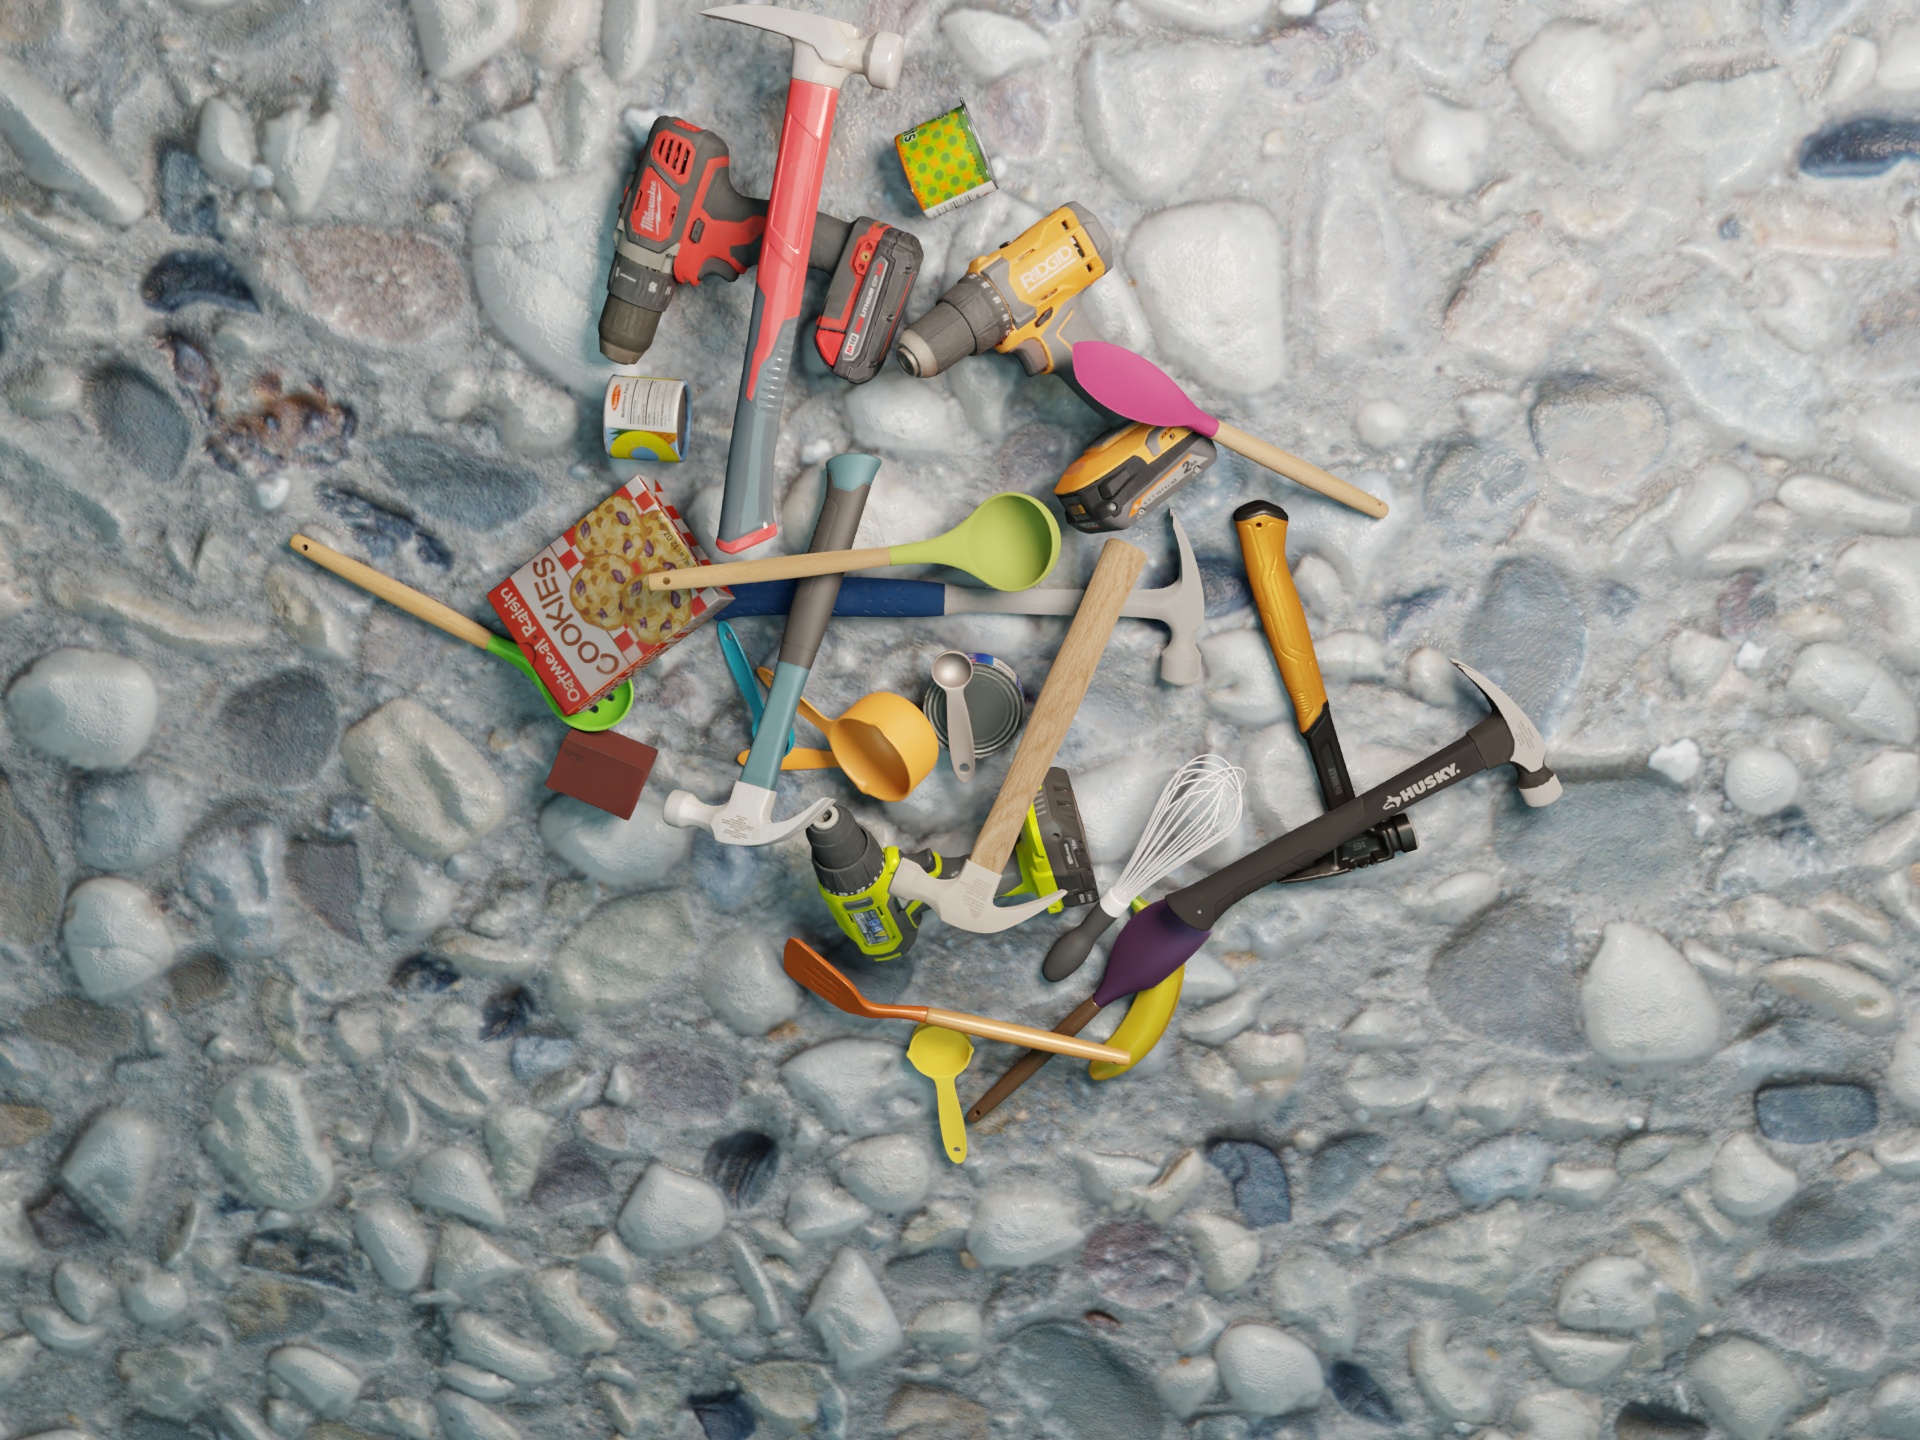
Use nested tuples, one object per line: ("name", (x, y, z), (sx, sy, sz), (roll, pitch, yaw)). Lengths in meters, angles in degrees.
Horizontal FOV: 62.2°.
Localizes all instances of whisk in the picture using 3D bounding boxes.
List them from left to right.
("whisk", (0.152, 0.136, 1.368), (0.070, 0.070, 0.284), (31, 122, -9))

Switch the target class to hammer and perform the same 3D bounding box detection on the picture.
("hammer", (-0.149, -0.313, 1.165), (0.143, 0.038, 0.386), (15, 109, 5))
("hammer", (-0.131, -0.058, 1.273), (0.128, 0.033, 0.331), (16, 87, 12))
("hammer", (-0.002, -0.105, 1.313), (0.405, 0.035, 0.144), (1, 110, 2))
("hammer", (0.068, 0.013, 1.257), (0.130, 0.031, 0.331), (25, 89, -1))
("hammer", (0.282, -0.022, 1.332), (0.127, 0.034, 0.336), (-18, 108, 7))
("hammer", (0.323, 0.079, 1.328), (0.335, 0.035, 0.146), (-29, 107, 7))

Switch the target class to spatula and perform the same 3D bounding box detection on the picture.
("spatula", (-0.005, 0.260, 1.421), (0.322, 0.041, 0.081), (13, 147, -1))
("spatula", (0.106, 0.267, 1.434), (0.060, 0.018, 0.316), (47, 115, 13))

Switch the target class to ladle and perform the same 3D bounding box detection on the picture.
("ladle", (-0.081, -0.125, 1.230), (0.320, 0.062, 0.078), (-7, 95, -8))

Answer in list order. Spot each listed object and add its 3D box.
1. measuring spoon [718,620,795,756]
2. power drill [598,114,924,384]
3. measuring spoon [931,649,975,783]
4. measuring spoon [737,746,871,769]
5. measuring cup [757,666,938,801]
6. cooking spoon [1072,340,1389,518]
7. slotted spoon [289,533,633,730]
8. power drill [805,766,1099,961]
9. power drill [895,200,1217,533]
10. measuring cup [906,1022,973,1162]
("measuring spoon", (-0.173, -0.029, 1.359), (0.042, 0.021, 0.128), (-14, 102, 40))
("power drill", (-0.160, -0.332, 1.218), (0.226, 0.080, 0.188), (23, 109, -3))
("measuring spoon", (-0.002, -0.004, 1.326), (0.034, 0.018, 0.124), (-5, 117, 3))
("measuring spoon", (-0.136, 0.035, 1.382), (0.117, 0.011, 0.021), (1, 110, 2))
("measuring cup", (-0.093, -0.006, 1.347), (0.174, 0.052, 0.095), (37, 144, 16))
("cooking spoon", (0.211, -0.212, 1.210), (0.318, 0.069, 0.017), (18, 143, -29))
("slotted spoon", (-0.420, -0.080, 1.344), (0.313, 0.031, 0.070), (27, 91, -5))
("power drill", (-0.010, 0.115, 1.339), (0.228, 0.080, 0.190), (-14, 139, 5))
("power drill", (0.071, -0.250, 1.203), (0.185, 0.084, 0.226), (-38, 106, -16))
("measuring cup", (-0.012, 0.343, 1.482), (0.062, 0.029, 0.156), (-6, 113, 5))
